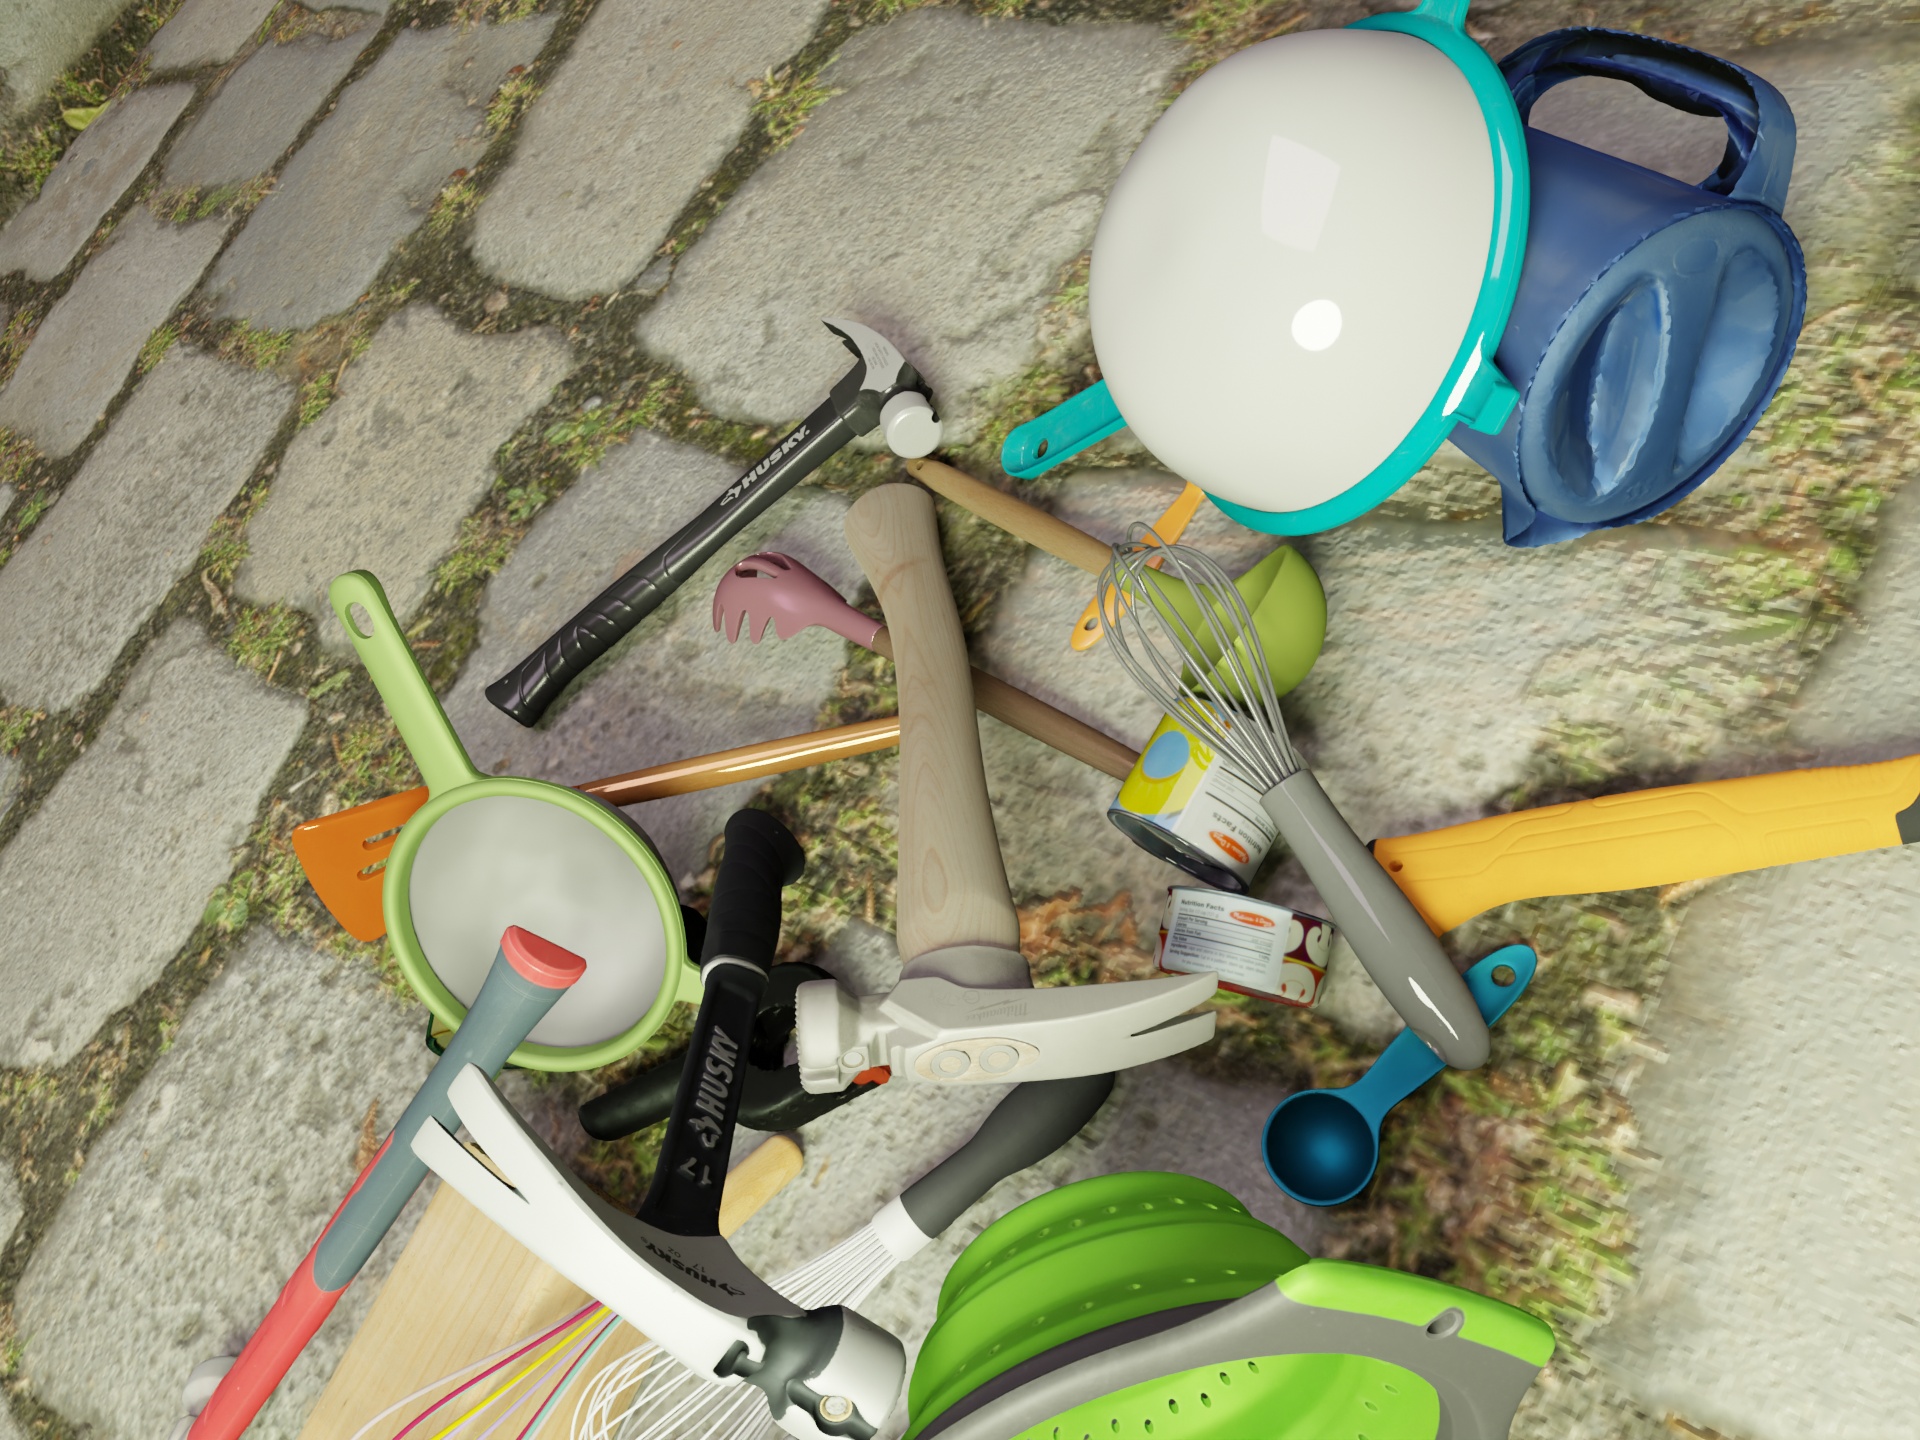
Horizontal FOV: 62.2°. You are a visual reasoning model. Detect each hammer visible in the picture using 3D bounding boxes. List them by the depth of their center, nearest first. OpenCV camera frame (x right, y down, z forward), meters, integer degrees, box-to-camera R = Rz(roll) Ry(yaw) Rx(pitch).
[{"bbox_3d":[0.302,0.022,0.541,0.337,0.034,0.127,-14,56,29],"label":"hammer"},{"bbox_3d":[-0.094,0.106,0.615,0.036,0.149,0.409,-53,11,9],"label":"hammer"},{"bbox_3d":[-0.001,-0.002,0.702,0.146,0.038,0.411,-4,35,-4],"label":"hammer"},{"bbox_3d":[-0.278,0.244,0.707,0.386,0.038,0.143,-53,18,20],"label":"hammer"},{"bbox_3d":[-0.158,-0.109,0.946,0.334,0.035,0.146,-38,40,13],"label":"hammer"}]

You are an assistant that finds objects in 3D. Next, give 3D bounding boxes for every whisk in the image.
[{"bbox_3d":[0.123,0.024,0.593,0.055,0.055,0.239,-36,74,12],"label":"whisk"},{"bbox_3d":[-0.153,0.248,0.641,0.051,0.047,0.245,16,39,39],"label":"whisk"},{"bbox_3d":[-0.048,0.228,0.654,0.284,0.070,0.070,-40,47,2],"label":"whisk"}]

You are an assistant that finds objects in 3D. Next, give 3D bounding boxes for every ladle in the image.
[{"bbox_3d":[0.054,-0.086,0.763,0.078,0.062,0.320,-56,42,1],"label":"ladle"}]

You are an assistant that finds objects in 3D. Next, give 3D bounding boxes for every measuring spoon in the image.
[{"bbox_3d":[0.165,0.130,0.588,0.128,0.021,0.042,-41,59,-5],"label":"measuring spoon"},{"bbox_3d":[0.089,-0.082,0.774,0.117,0.011,0.021,-53,46,-3],"label":"measuring spoon"}]

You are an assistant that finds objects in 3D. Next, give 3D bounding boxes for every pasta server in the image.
[{"bbox_3d":[-0.020,-0.025,0.800,0.316,0.040,0.060,28,51,37],"label":"pasta server"}]

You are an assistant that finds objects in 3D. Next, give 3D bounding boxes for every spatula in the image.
[{"bbox_3d":[-0.167,0.041,0.801,0.322,0.081,0.041,-13,36,5],"label":"spatula"}]

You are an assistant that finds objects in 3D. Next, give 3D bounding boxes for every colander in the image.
[{"bbox_3d":[0.007,0.267,0.526,0.397,0.204,0.095,-51,32,23],"label":"colander"}]

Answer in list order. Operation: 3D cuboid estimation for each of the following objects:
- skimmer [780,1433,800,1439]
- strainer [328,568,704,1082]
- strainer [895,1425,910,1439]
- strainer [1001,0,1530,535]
[{"bbox_3d":[-0.220,0.357,0.576,0.363,0.127,0.090,-35,80,-9],"label":"skimmer"},{"bbox_3d":[-0.216,0.041,0.755,0.151,0.256,0.069,-22,11,19],"label":"strainer"},{"bbox_3d":[-0.063,0.320,0.602,0.258,0.050,0.087,-43,5,-6],"label":"strainer"},{"bbox_3d":[0.083,-0.174,0.692,0.340,0.095,0.211,-19,68,58],"label":"strainer"}]
